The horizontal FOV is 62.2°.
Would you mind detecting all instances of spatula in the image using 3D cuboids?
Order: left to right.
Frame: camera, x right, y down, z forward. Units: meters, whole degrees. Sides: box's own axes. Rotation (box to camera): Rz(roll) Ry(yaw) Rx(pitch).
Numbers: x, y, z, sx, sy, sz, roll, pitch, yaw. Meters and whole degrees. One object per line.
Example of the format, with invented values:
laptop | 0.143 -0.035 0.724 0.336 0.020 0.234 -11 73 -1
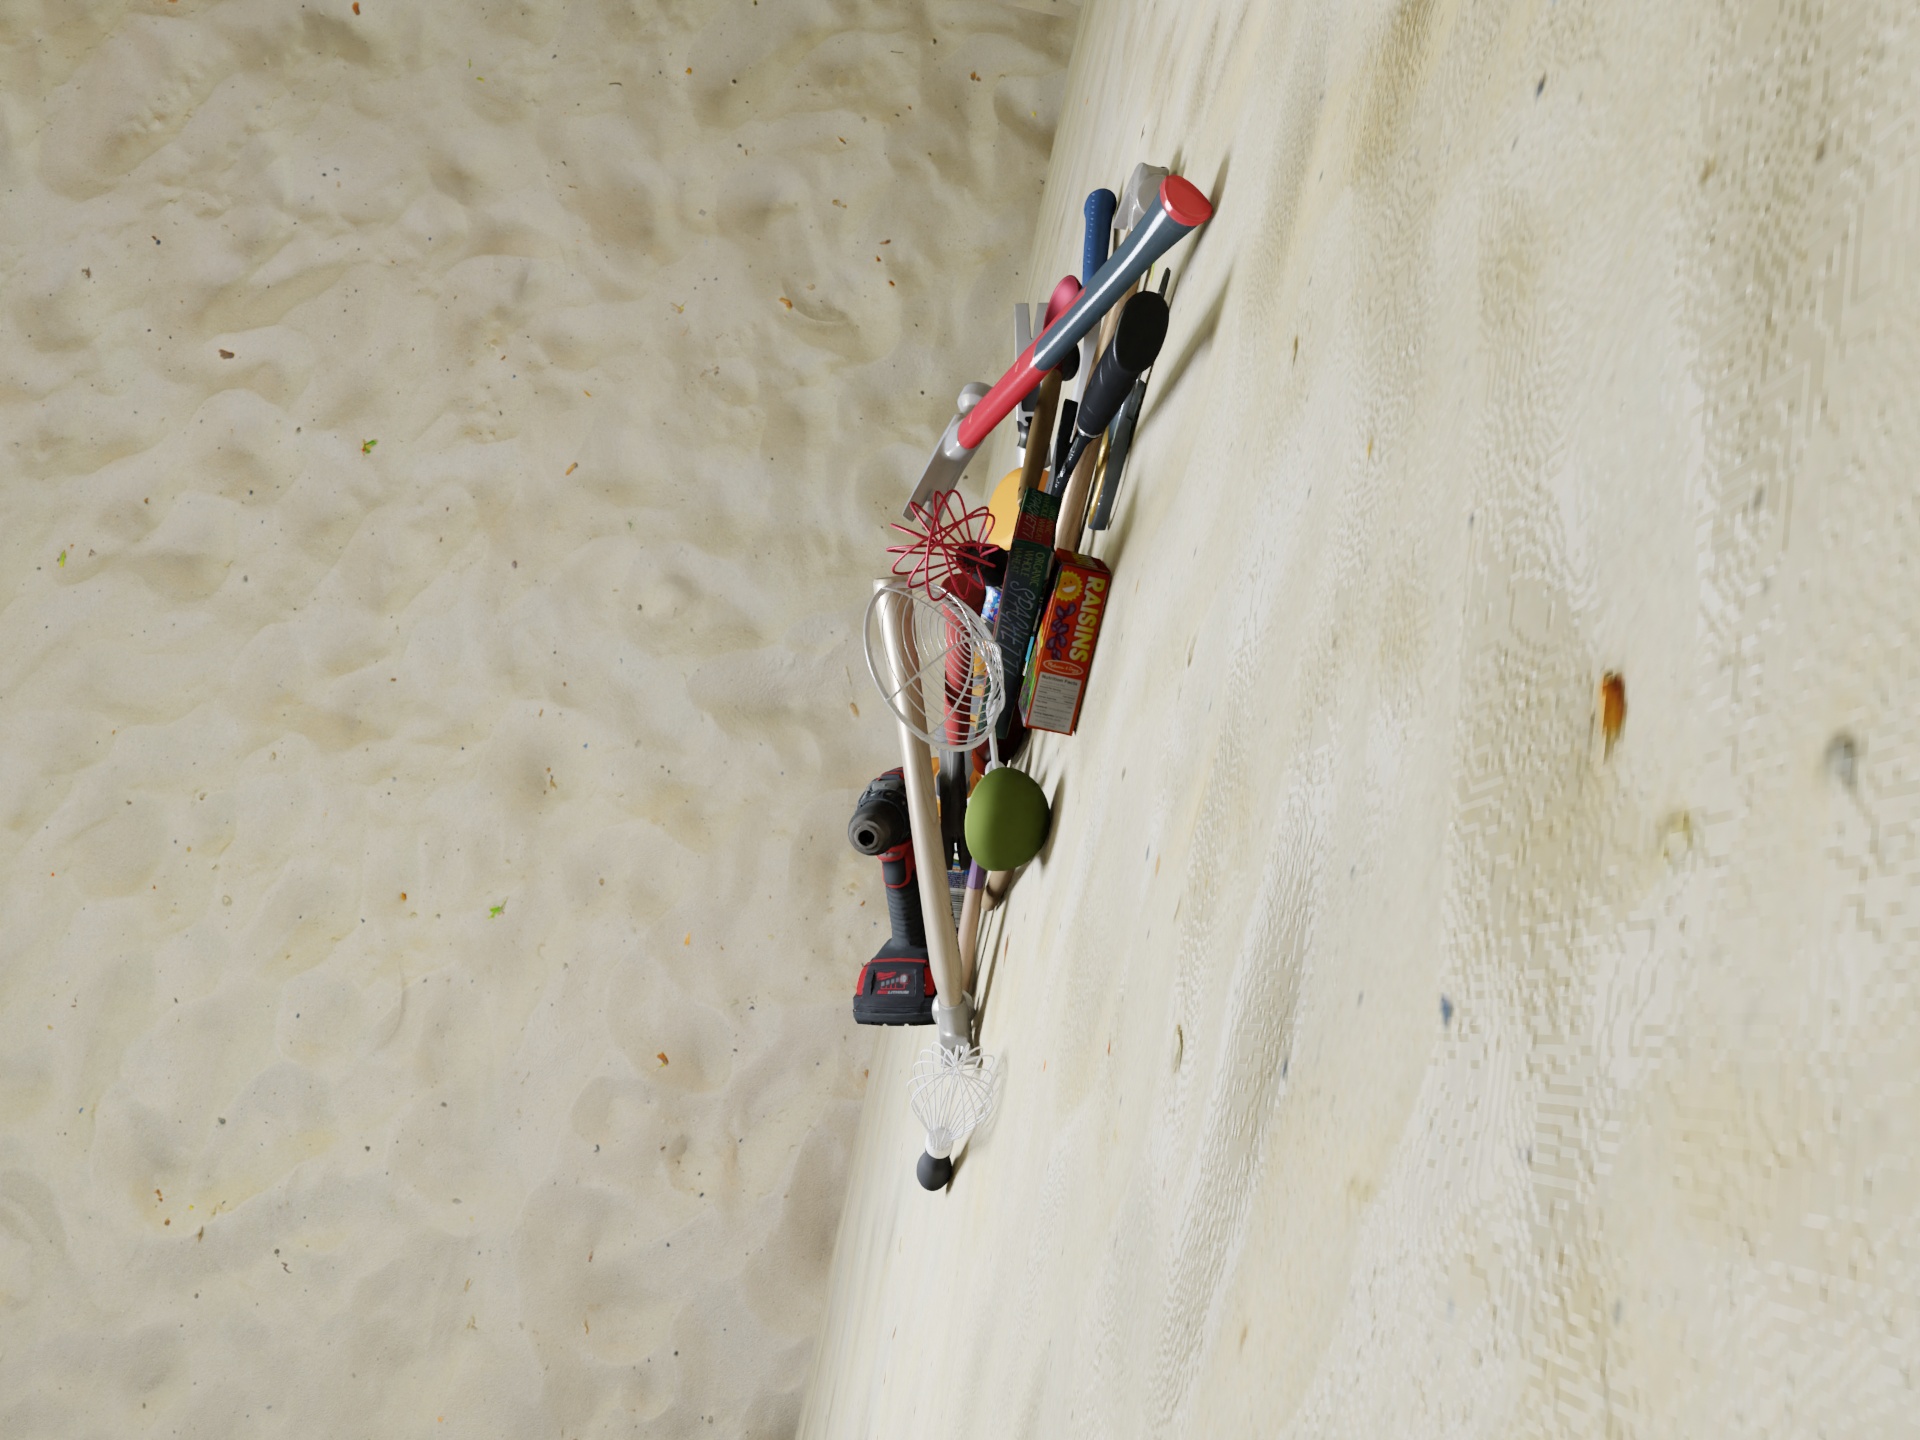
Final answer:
spatula | 0.009 0.175 1.448 0.060 0.018 0.315 -67 -15 -71

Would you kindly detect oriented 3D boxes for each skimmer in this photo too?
skimmer | -0.005 0.018 1.216 0.363 0.090 0.127 79 -176 -63

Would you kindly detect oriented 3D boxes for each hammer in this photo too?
hammer | -0.029 0.084 1.333 0.146 0.038 0.410 -109 11 -82
hammer | -0.002 -0.004 1.371 0.358 0.036 0.149 93 174 -62
hammer | 0.062 -0.262 1.157 0.386 0.038 0.143 -34 27 62
hammer | 0.090 -0.352 1.585 0.335 0.035 0.146 -64 -26 -69
hammer | 0.091 -0.207 1.108 0.409 0.036 0.149 123 164 -82
hammer | 0.130 -0.413 1.535 0.406 0.035 0.144 -82 4 -47
hammer | 0.119 -0.291 1.318 0.130 0.031 0.331 -86 8 -65

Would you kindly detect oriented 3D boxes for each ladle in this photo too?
ladle | 0.026 0.112 1.285 0.320 0.062 0.078 103 -171 -71
ladle | 0.071 -0.263 1.271 0.316 0.031 0.069 -77 13 -47

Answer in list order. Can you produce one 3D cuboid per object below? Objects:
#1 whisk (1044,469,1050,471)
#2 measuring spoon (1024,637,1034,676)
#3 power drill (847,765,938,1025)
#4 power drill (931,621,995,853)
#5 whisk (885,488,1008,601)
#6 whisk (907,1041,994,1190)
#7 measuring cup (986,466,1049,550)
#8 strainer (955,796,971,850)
whisk | 0.067 -0.144 1.572 0.059 0.058 0.246 54 148 38
measuring spoon | 0.055 -0.040 1.578 0.042 0.021 0.128 -100 23 -82
power drill | -0.060 0.163 1.458 0.188 0.080 0.226 -45 -47 -77
power drill | 0.009 0.009 1.751 0.185 0.084 0.226 -80 7 -61
whisk | 0.004 -0.113 1.094 0.296 0.073 0.073 -12 -66 -80
whisk | -0.015 0.322 1.249 0.284 0.070 0.070 99 -179 -57
measuring cup | 0.061 -0.147 1.423 0.095 0.052 0.174 -31 51 50
strainer | 0.020 0.104 1.553 0.258 0.050 0.087 137 129 -79
